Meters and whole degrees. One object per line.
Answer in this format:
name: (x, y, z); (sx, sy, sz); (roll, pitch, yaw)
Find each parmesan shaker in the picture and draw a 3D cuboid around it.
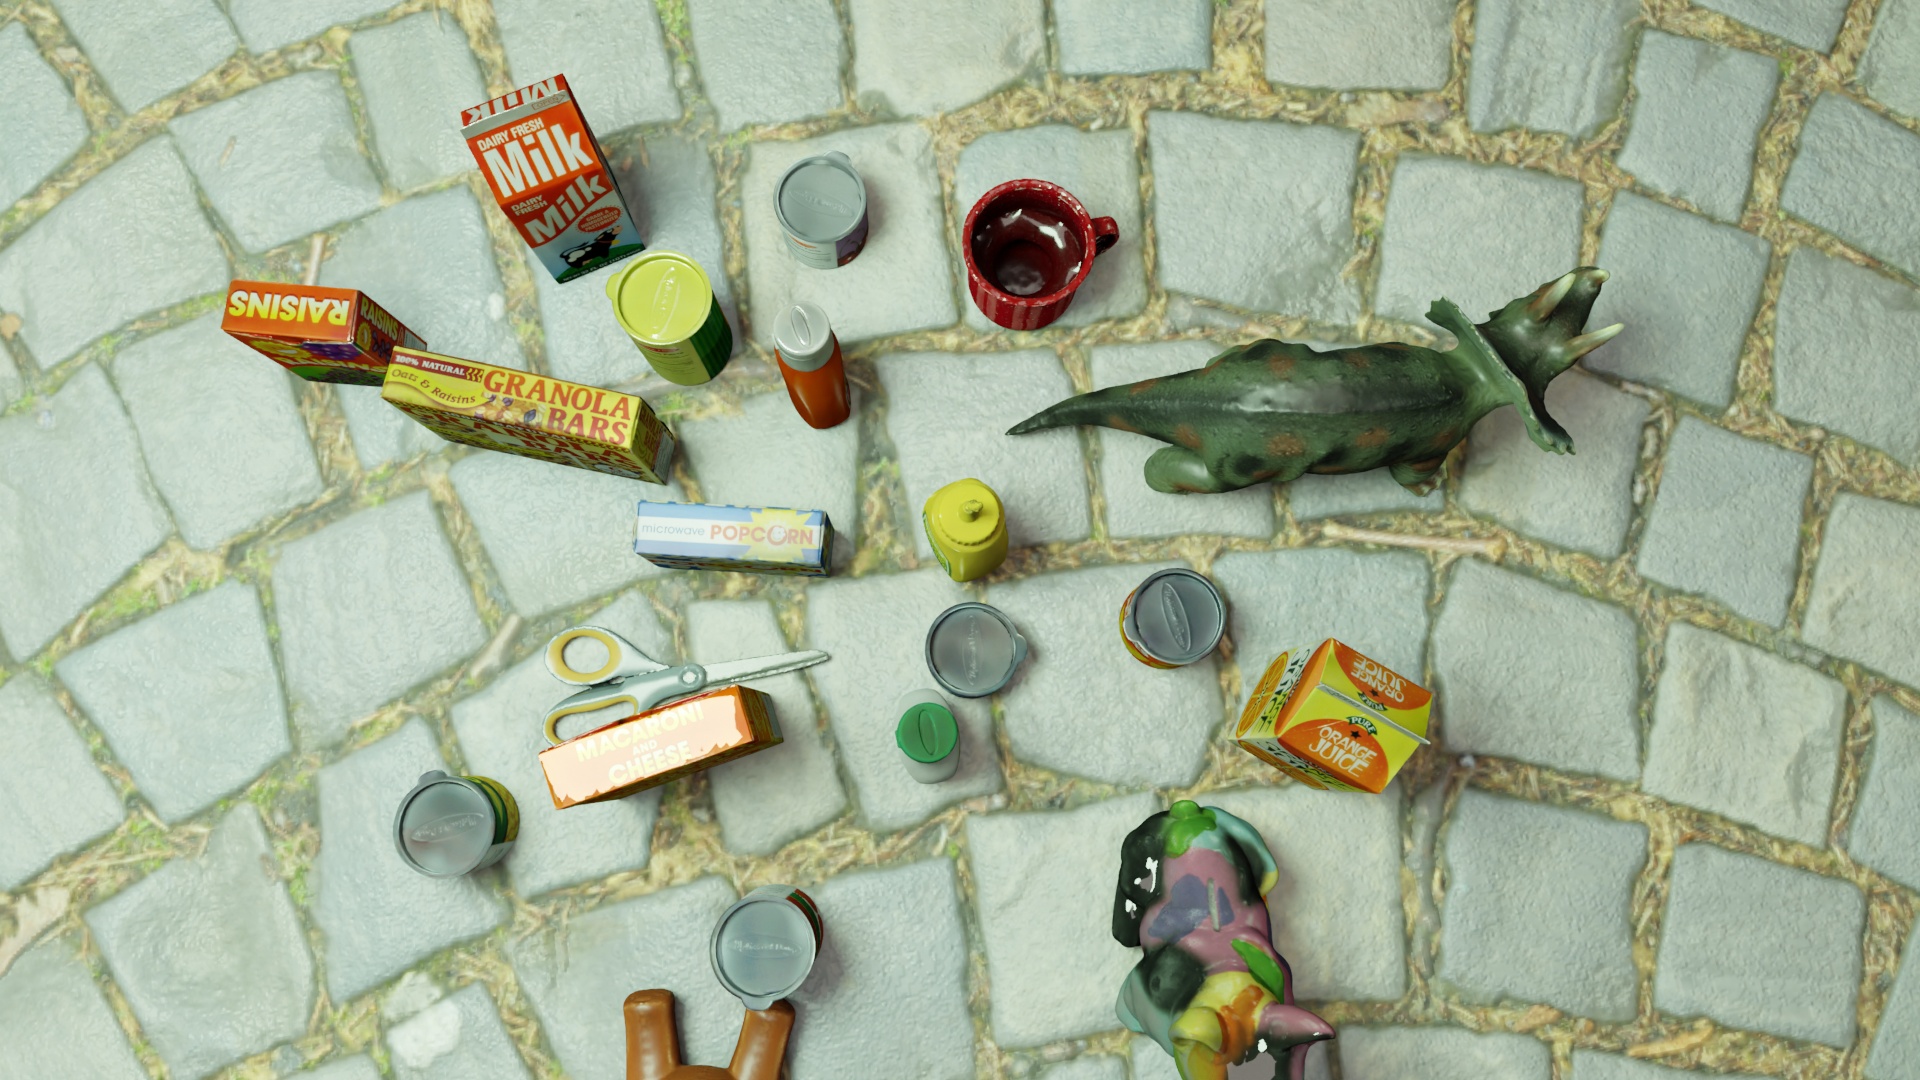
parmesan shaker: (-0.201, -0.154, 0.970); (0.071, 0.103, 0.071); (0, 81, -1)

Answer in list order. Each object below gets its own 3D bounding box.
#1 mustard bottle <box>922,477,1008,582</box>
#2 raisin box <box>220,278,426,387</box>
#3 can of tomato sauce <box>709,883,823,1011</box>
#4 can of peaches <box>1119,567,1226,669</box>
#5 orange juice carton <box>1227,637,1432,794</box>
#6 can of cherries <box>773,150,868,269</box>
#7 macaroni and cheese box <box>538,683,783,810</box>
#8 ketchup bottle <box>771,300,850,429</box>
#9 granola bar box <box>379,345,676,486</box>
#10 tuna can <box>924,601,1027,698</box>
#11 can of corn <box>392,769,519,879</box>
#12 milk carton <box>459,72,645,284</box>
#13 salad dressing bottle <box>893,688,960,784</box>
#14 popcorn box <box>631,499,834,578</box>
mustard bottle: (0.003, -0.012, 0.922); (0.049, 0.160, 0.065); (-25, 83, -5)
raisin box: (-0.432, -0.139, 0.952); (0.086, 0.123, 0.040); (5, 81, 0)
can of tomato sauce: (-0.125, 0.264, 0.912); (0.071, 0.083, 0.071); (0, 81, -1)
can of peaches: (0.144, 0.056, 0.966); (0.071, 0.058, 0.071); (0, 81, -1)
orange juice carton: (0.237, 0.114, 0.891); (0.072, 0.192, 0.073); (30, 82, 3)
can of cherries: (-0.098, -0.239, 1.009); (0.071, 0.058, 0.071); (0, 81, -1)
macaroni and cheese box: (-0.186, 0.131, 0.891); (0.124, 0.166, 0.040); (-19, 82, -4)
ketchup bottle: (-0.102, -0.122, 0.944); (0.043, 0.148, 0.065); (-20, 82, -4)
granola bar box: (-0.288, -0.083, 0.946); (0.166, 0.124, 0.039); (12, 81, 1)
tuna can: (0.011, 0.077, 0.972); (0.071, 0.033, 0.071); (0, 81, -1)
can of corn: (-0.338, 0.189, 0.932); (0.071, 0.058, 0.071); (0, 81, -1)
milk carton: (-0.276, -0.248, 0.940); (0.072, 0.190, 0.073); (-24, 82, -5)
salad dressing bottle: (-0.021, 0.127, 0.905); (0.044, 0.147, 0.064); (-11, 82, -3)
popcorn box: (-0.153, 0.000, 0.955); (0.127, 0.085, 0.038); (3, 81, -1)
